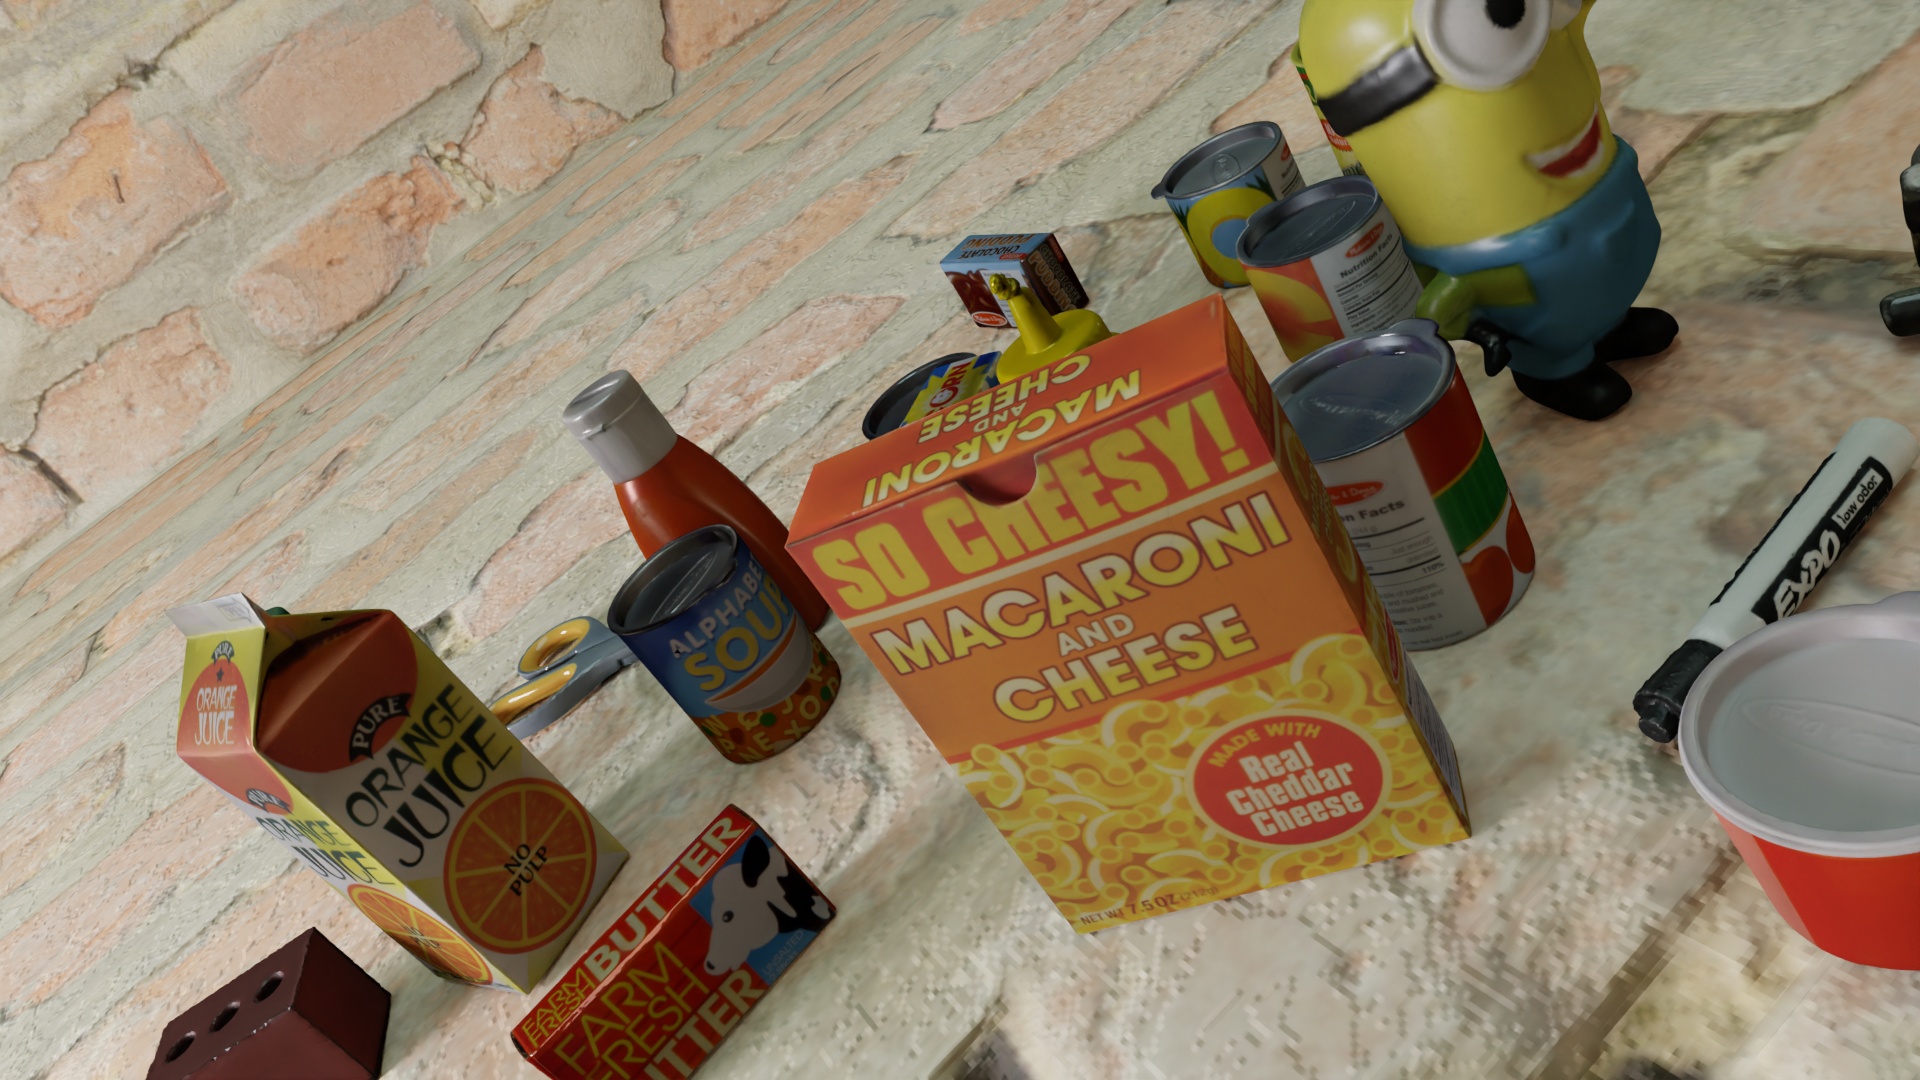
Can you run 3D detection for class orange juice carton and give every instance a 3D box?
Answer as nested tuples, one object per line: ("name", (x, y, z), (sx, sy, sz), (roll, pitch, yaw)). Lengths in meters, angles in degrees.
("orange juice carton", (-0.229, 0.092, 0.549), (0.071, 0.192, 0.073), (-8, 38, 40))

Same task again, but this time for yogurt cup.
("yogurt cup", (0.200, 0.056, 0.303), (0.072, 0.053, 0.073), (-26, 29, 16))

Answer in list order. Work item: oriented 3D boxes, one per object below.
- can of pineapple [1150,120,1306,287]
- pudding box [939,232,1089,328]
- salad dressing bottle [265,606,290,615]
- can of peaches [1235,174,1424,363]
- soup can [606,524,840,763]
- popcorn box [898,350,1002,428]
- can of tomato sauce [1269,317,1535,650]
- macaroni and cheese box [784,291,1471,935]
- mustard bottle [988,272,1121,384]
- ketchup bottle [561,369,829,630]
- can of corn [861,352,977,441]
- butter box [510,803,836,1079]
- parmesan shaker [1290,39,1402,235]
("can of pineapple", (0.142, -0.171, 0.710), (0.071, 0.057, 0.071), (-26, 29, 16))
("pudding box", (0.030, -0.150, 0.805), (0.030, 0.049, 0.084), (-45, 30, -20))
("salad dressing bottle", (-0.276, 0.094, 0.642), (0.064, 0.147, 0.044), (-21, 31, 24))
("can of peaches", (0.161, -0.117, 0.607), (0.071, 0.058, 0.071), (-26, 29, 16))
("soup can", (-0.099, 0.045, 0.600), (0.071, 0.083, 0.072), (-26, 29, 16))
("popcorn box", (0.002, -0.007, 0.574), (0.038, 0.085, 0.127), (-13, 35, 35))
("can of tomato sauce", (0.140, -0.017, 0.448), (0.071, 0.083, 0.071), (-26, 29, 16))
("macaroni and cheese box", (0.050, 0.031, 0.379), (0.123, 0.166, 0.040), (-22, 31, 23))
("mustard bottle", (0.054, -0.029, 0.475), (0.065, 0.159, 0.049), (-24, 30, 19))
("ketchup bottle", (-0.124, -0.010, 0.645), (0.064, 0.148, 0.044), (-22, 30, 22))
("can of corn", (-0.003, -0.048, 0.671), (0.071, 0.058, 0.071), (-26, 29, 16))
("butter box", (-0.095, 0.146, 0.473), (0.104, 0.053, 0.024), (-45, 30, -20))
("parmesan shaker", (0.202, -0.188, 0.627), (0.071, 0.102, 0.072), (-26, 29, 16))
